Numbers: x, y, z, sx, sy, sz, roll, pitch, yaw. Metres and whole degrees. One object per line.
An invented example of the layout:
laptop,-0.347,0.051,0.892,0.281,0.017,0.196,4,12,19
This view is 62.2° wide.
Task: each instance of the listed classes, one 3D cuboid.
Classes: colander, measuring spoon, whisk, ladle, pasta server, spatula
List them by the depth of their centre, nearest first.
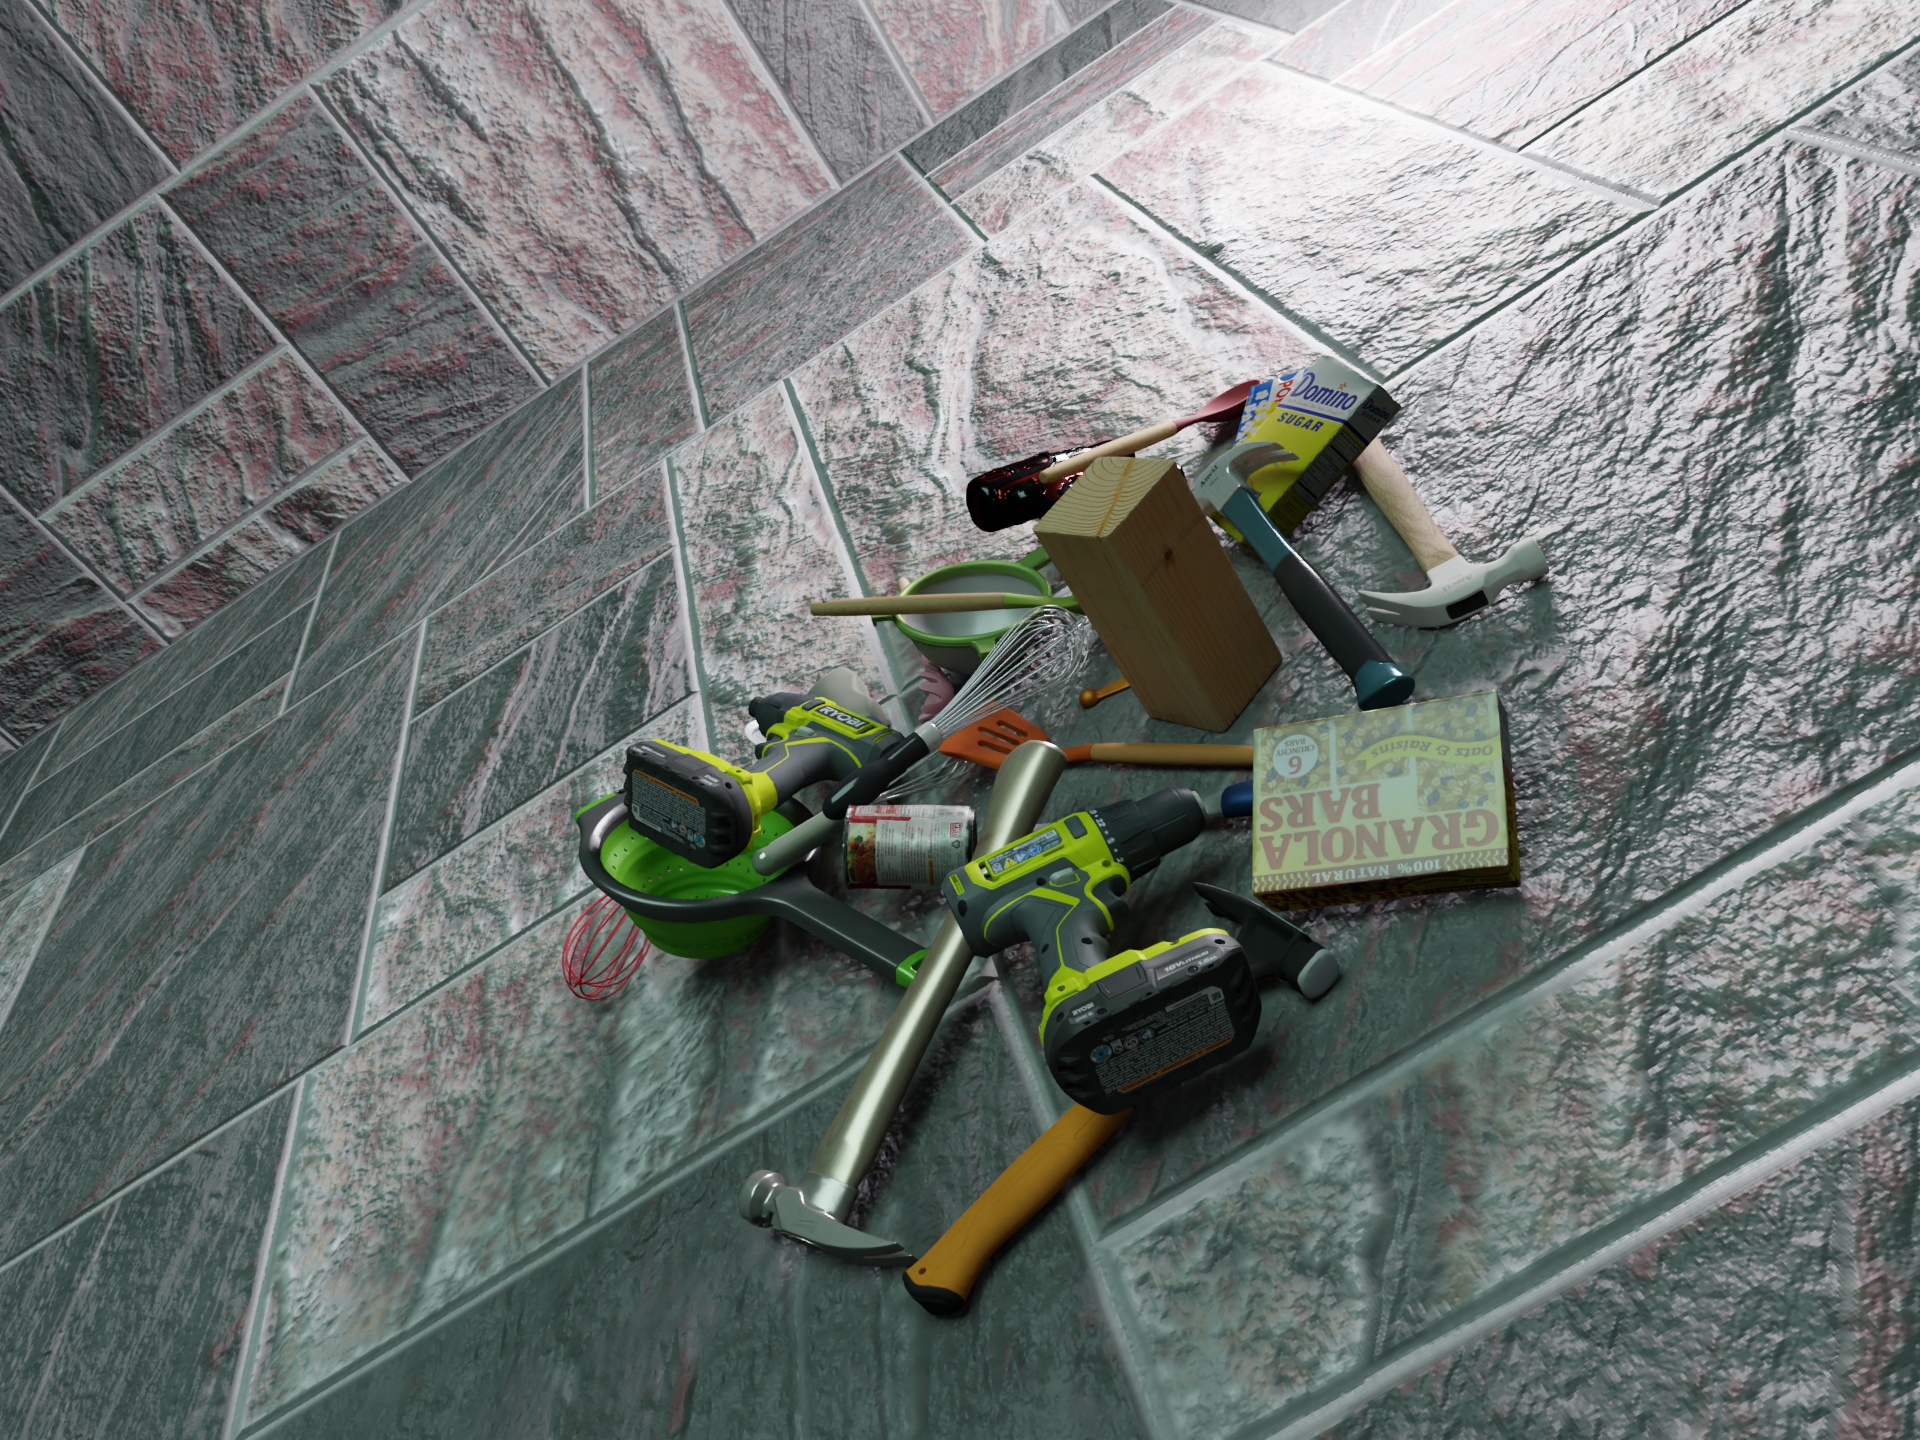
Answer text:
spatula,0.125,0.019,1.285,0.323,0.041,0.081,0,35,42
colander,-0.161,0.166,1.325,0.397,0.094,0.204,24,35,35
whisk,-0.002,-0.004,1.341,0.284,0.070,0.070,-37,30,-16
whisk,-0.078,0.065,1.353,0.246,0.059,0.057,-31,-17,-33
measuring spoon,0.153,-0.042,1.367,0.117,0.011,0.021,-26,33,15
ladle,0.014,-0.118,1.429,0.320,0.062,0.078,-1,18,17
whisk,-0.292,0.146,1.504,0.073,0.073,0.296,-13,33,33
ladle,0.186,-0.275,1.525,0.315,0.031,0.069,-27,12,-37
pasta server,-0.043,-0.074,1.574,0.040,0.060,0.316,0,28,-11

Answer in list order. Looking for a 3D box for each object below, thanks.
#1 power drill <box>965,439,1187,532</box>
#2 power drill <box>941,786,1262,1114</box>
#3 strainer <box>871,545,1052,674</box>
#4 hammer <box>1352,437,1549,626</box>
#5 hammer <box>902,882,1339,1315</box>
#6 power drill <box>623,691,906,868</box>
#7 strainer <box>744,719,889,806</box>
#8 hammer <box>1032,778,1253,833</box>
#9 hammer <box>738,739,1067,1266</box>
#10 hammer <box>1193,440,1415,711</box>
power drill,0.133,-0.219,1.541,0.188,0.080,0.227,-22,26,-22
power drill,0.104,0.135,1.045,0.190,0.080,0.229,-25,31,-4
strainer,0.048,-0.112,1.525,0.152,0.069,0.256,19,41,37
hammer,0.365,-0.178,1.325,0.130,0.031,0.332,-28,32,13
hammer,0.089,0.244,1.025,0.337,0.034,0.127,-43,33,-11
power drill,-0.178,0.038,1.388,0.171,0.080,0.223,22,30,32
strainer,-0.133,0.047,1.498,0.086,0.050,0.259,-2,20,-35
hammer,0.185,0.067,1.168,0.405,0.035,0.144,-13,38,33
hammer,-0.009,0.187,1.145,0.146,0.038,0.411,4,55,40
hammer,0.268,-0.116,1.279,0.128,0.033,0.331,-52,37,23
